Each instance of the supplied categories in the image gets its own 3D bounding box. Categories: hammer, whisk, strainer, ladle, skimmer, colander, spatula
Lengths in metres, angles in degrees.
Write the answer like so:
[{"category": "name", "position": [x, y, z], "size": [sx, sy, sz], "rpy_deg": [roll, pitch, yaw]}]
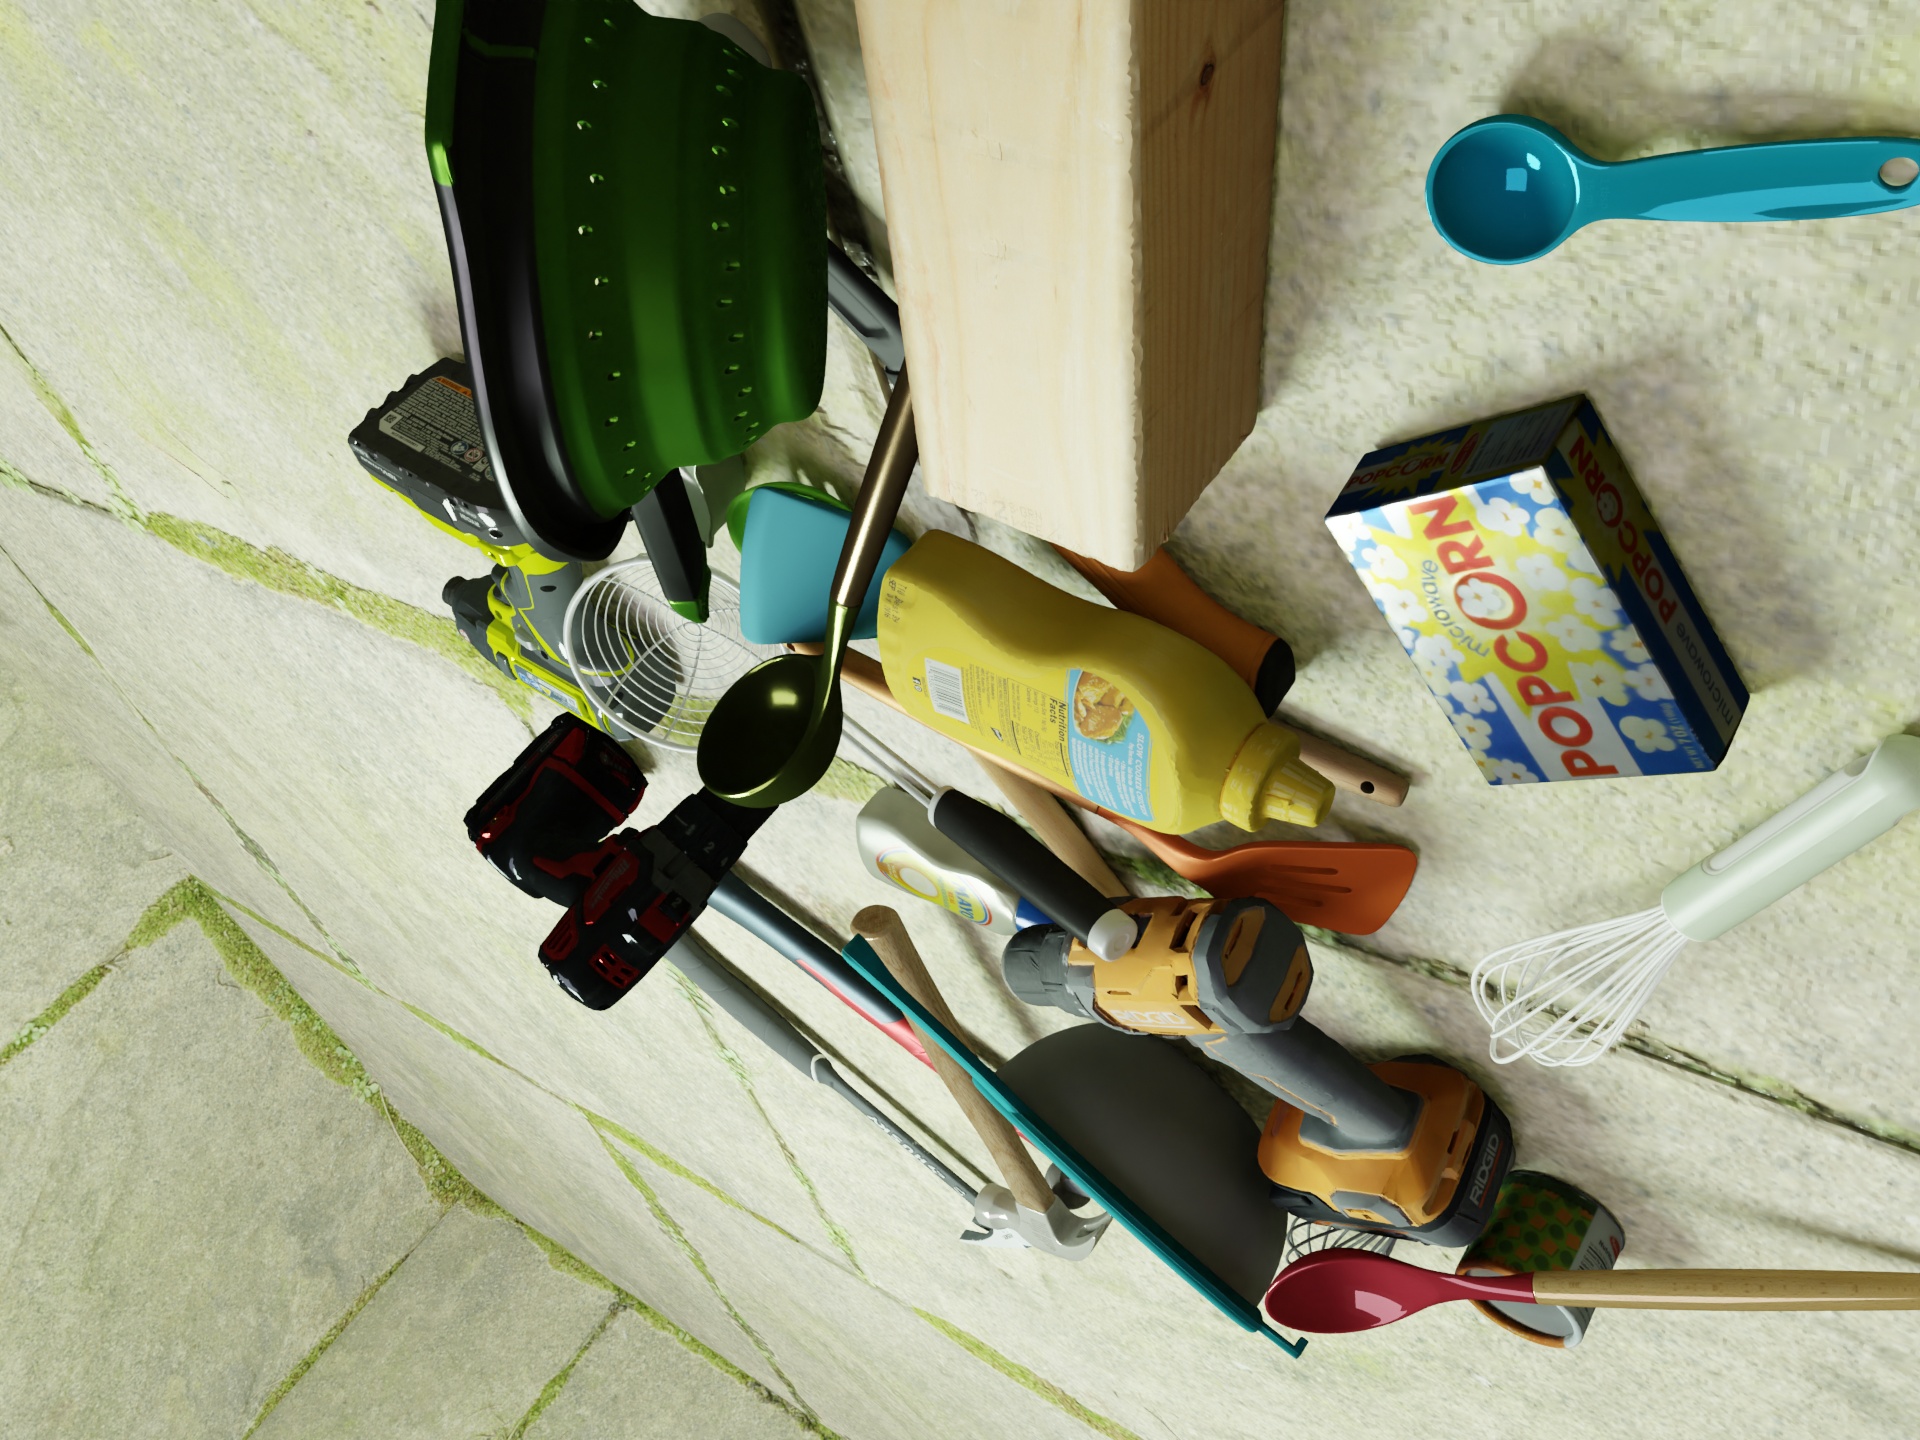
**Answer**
[{"category": "hammer", "position": [-0.102, 0.302, 1.323], "size": [0.409, 0.036, 0.149], "rpy_deg": [40, 152, 2]}, {"category": "hammer", "position": [-0.048, 0.202, 1.121], "size": [0.386, 0.038, 0.143], "rpy_deg": [36, 149, 8]}, {"category": "whisk", "position": [0.263, 0.072, 0.584], "size": [0.059, 0.058, 0.246], "rpy_deg": [43, 147, 11]}, {"category": "strainer", "position": [0.074, 0.200, 0.885], "size": [0.340, 0.095, 0.211], "rpy_deg": [46, 171, -25]}, {"category": "ladle", "position": [0.291, 0.262, 0.732], "size": [0.315, 0.031, 0.069], "rpy_deg": [-12, 131, 31]}, {"category": "skimmer", "position": [-0.069, 0.025, 0.791], "size": [0.364, 0.090, 0.127], "rpy_deg": [36, 137, 38]}, {"category": "colander", "position": [-0.093, -0.127, 0.601], "size": [0.094, 0.205, 0.396], "rpy_deg": [0, 160, 0]}, {"category": "whisk", "position": [0.241, 0.272, 0.882], "size": [0.055, 0.055, 0.238], "rpy_deg": [36, 145, 8]}, {"category": "ladle", "position": [-0.052, -0.072, 0.650], "size": [0.062, 0.078, 0.320], "rpy_deg": [10, 139, -14]}, {"category": "spatula", "position": [0.042, -0.024, 0.703], "size": [0.318, 0.044, 0.082], "rpy_deg": [23, 123, 23]}, {"category": "hammer", "position": [0.002, -0.118, 0.636], "size": [0.337, 0.034, 0.127], "rpy_deg": [43, 150, -5]}, {"category": "hammer", "position": [0.011, 0.247, 1.049], "size": [0.130, 0.031, 0.331], "rpy_deg": [7, 134, 42]}, {"category": "spatula", "position": [0.050, 0.020, 0.744], "size": [0.323, 0.041, 0.081], "rpy_deg": [28, 149, 16]}]

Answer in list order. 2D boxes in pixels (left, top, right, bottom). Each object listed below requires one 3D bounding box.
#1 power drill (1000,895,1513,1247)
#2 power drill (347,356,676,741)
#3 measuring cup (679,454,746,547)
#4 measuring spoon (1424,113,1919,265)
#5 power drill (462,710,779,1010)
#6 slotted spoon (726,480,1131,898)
[{"category": "power drill", "position": [0.137, 0.165, 0.784], "size": [0.226, 0.084, 0.185], "rpy_deg": [41, 152, -22]}, {"category": "power drill", "position": [-0.264, -0.095, 0.933], "size": [0.171, 0.080, 0.223], "rpy_deg": [28, 151, 20]}, {"category": "measuring cup", "position": [-0.118, -0.137, 0.746], "size": [0.083, 0.038, 0.167], "rpy_deg": [46, 148, -11]}, {"category": "measuring spoon", "position": [0.188, -0.143, 0.414], "size": [0.129, 0.021, 0.042], "rpy_deg": [8, 137, 30]}, {"category": "power drill", "position": [-0.218, 0.069, 1.036], "size": [0.080, 0.188, 0.227], "rpy_deg": [48, 169, -35]}, {"category": "slotted spoon", "position": [-0.001, -0.003, 0.802], "size": [0.070, 0.031, 0.313], "rpy_deg": [-24, 116, 39]}]
